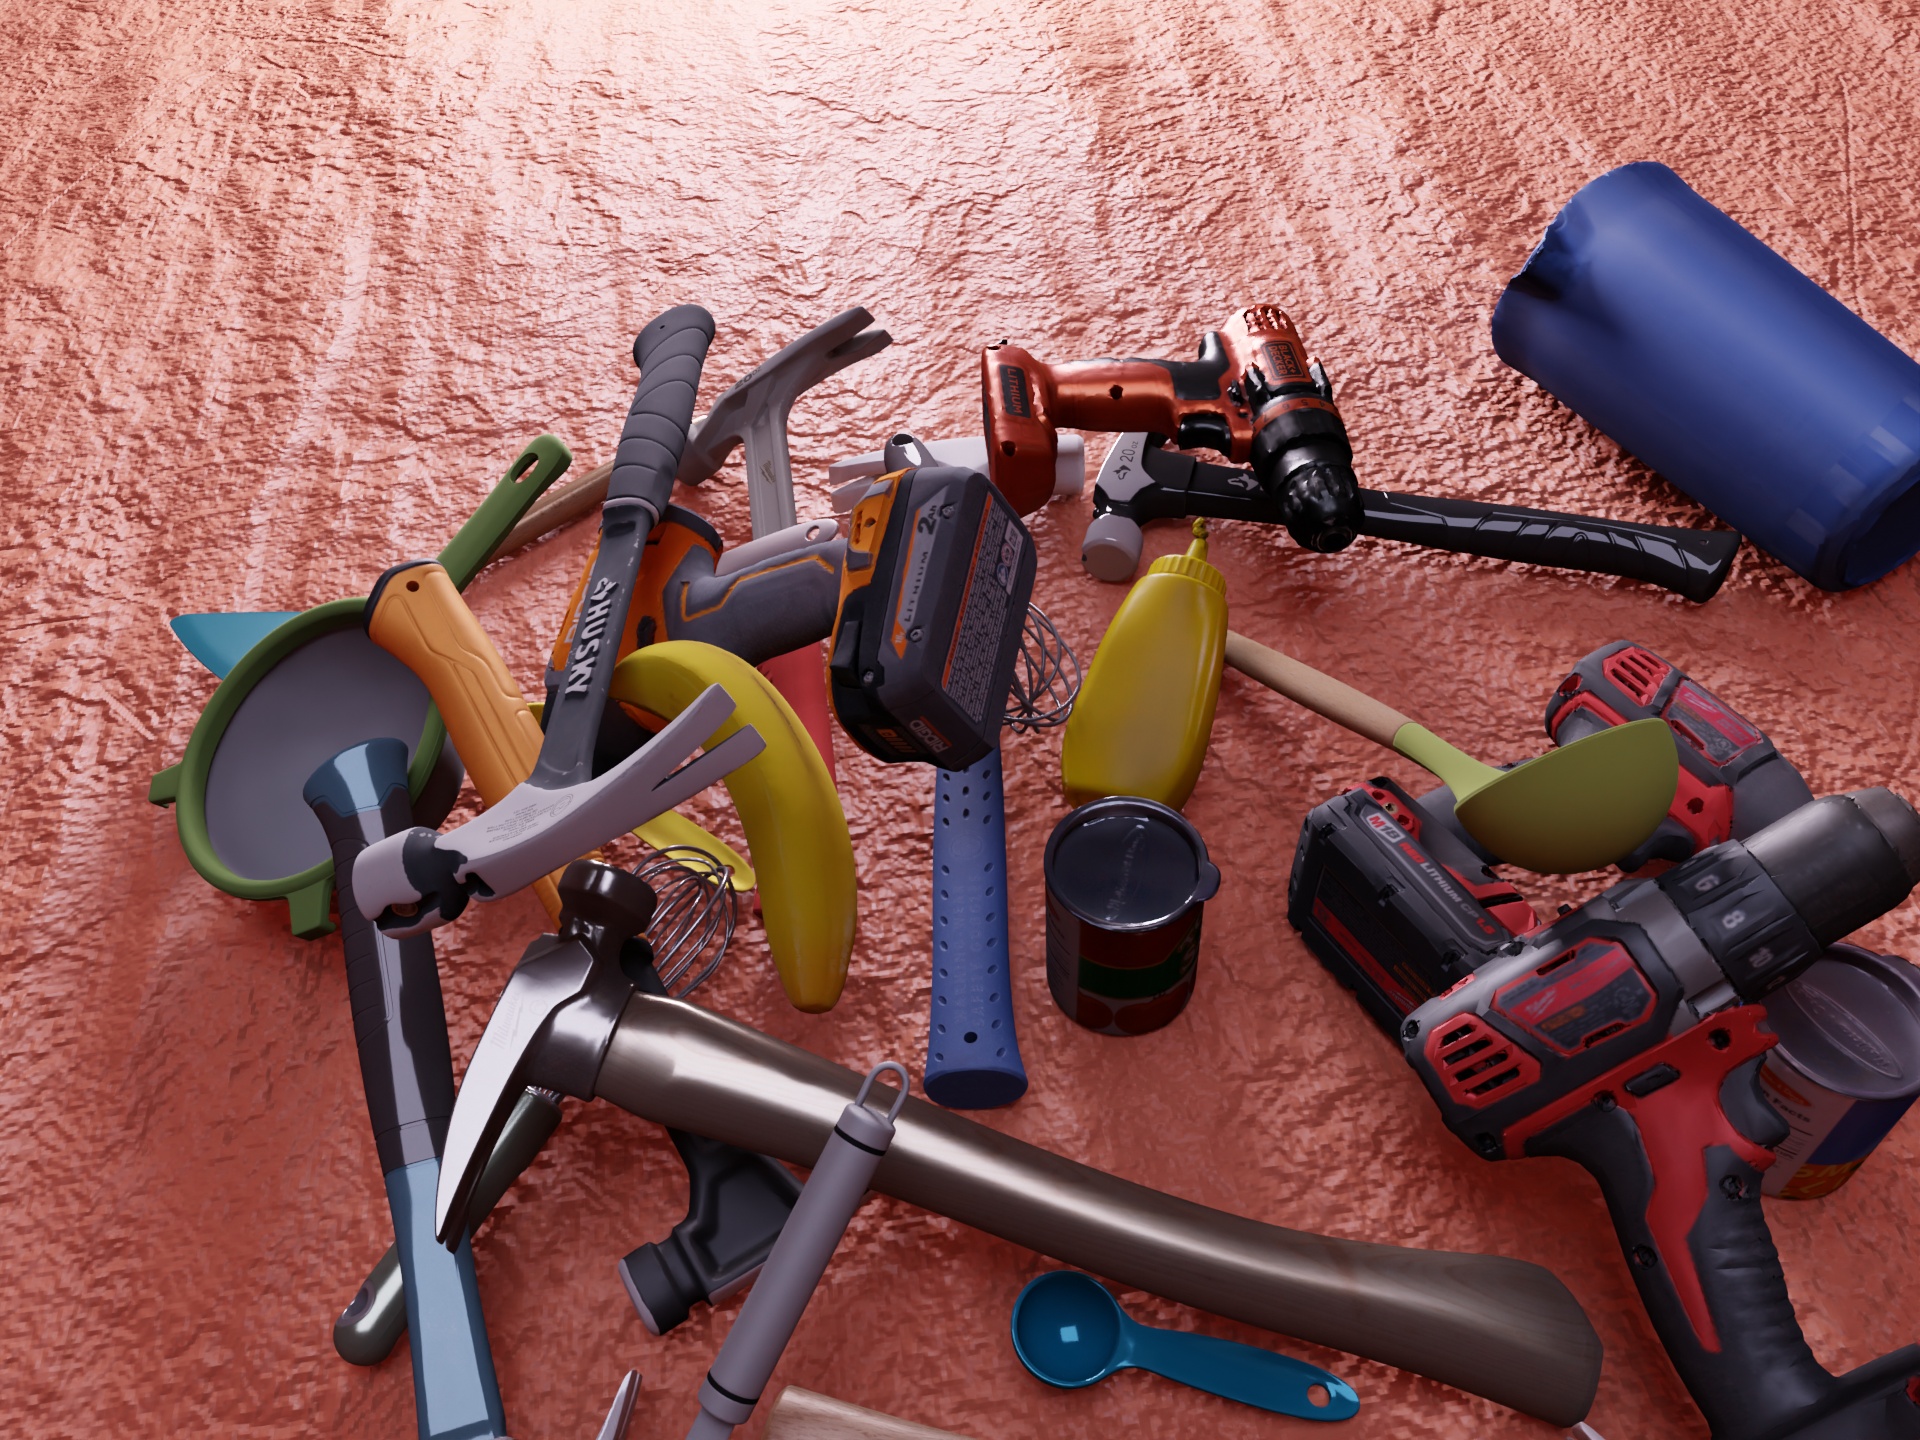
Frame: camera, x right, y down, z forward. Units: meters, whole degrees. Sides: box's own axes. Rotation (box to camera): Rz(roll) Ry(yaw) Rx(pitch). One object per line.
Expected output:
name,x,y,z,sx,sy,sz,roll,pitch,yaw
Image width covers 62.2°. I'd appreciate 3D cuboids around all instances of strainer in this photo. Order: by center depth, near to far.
strainer,-0.078,0.229,0.522,0.087,0.050,0.258,27,87,10
strainer,-0.255,-0.020,0.756,0.152,0.069,0.256,28,77,33

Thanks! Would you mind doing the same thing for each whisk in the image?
whisk,-0.168,0.150,0.653,0.058,0.059,0.246,-8,39,49
whisk,0.002,-0.076,0.789,0.055,0.055,0.239,-15,45,-9

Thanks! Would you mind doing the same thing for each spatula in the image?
spatula,-0.266,-0.102,0.878,0.317,0.044,0.082,-36,49,-26

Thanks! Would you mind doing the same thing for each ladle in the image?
ladle,0.174,-0.011,0.674,0.078,0.062,0.320,-16,21,-14

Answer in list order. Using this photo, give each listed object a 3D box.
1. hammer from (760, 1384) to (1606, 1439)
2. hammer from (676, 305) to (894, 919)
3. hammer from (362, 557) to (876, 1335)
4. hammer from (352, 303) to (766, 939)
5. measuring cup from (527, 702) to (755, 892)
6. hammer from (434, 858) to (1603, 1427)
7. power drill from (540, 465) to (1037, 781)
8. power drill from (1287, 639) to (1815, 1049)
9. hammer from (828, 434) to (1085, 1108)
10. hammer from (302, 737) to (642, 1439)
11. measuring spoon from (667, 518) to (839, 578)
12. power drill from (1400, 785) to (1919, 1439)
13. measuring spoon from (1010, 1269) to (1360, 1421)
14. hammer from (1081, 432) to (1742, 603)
hammer,0.092,0.276,0.529,0.331,0.031,0.130,9,50,12
hammer,-0.081,-0.055,0.799,0.149,0.036,0.359,-28,49,22
hammer,-0.149,0.067,0.652,0.127,0.034,0.337,-27,72,-20
hammer,-0.141,-0.082,0.686,0.149,0.036,0.409,-22,36,16
measuring cup,-0.164,0.046,0.760,0.156,0.029,0.062,30,53,12
hammer,0.021,0.179,0.570,0.410,0.038,0.146,18,64,4
power drill,-0.091,-0.027,0.709,0.226,0.084,0.164,-2,61,30
power drill,0.264,0.056,0.686,0.219,0.078,0.143,-24,51,-21
hammer,-0.001,-0.002,0.778,0.144,0.035,0.406,-2,49,2
hammer,-0.207,0.156,0.601,0.128,0.033,0.331,-13,65,-12
measuring spoon,-0.114,-0.085,0.806,0.124,0.018,0.034,-13,56,32
power drill,0.280,0.149,0.523,0.188,0.080,0.227,-35,65,14
measuring spoon,0.080,0.236,0.580,0.128,0.021,0.042,14,50,4
hammer,0.242,-0.113,0.859,0.335,0.035,0.146,10,51,12
